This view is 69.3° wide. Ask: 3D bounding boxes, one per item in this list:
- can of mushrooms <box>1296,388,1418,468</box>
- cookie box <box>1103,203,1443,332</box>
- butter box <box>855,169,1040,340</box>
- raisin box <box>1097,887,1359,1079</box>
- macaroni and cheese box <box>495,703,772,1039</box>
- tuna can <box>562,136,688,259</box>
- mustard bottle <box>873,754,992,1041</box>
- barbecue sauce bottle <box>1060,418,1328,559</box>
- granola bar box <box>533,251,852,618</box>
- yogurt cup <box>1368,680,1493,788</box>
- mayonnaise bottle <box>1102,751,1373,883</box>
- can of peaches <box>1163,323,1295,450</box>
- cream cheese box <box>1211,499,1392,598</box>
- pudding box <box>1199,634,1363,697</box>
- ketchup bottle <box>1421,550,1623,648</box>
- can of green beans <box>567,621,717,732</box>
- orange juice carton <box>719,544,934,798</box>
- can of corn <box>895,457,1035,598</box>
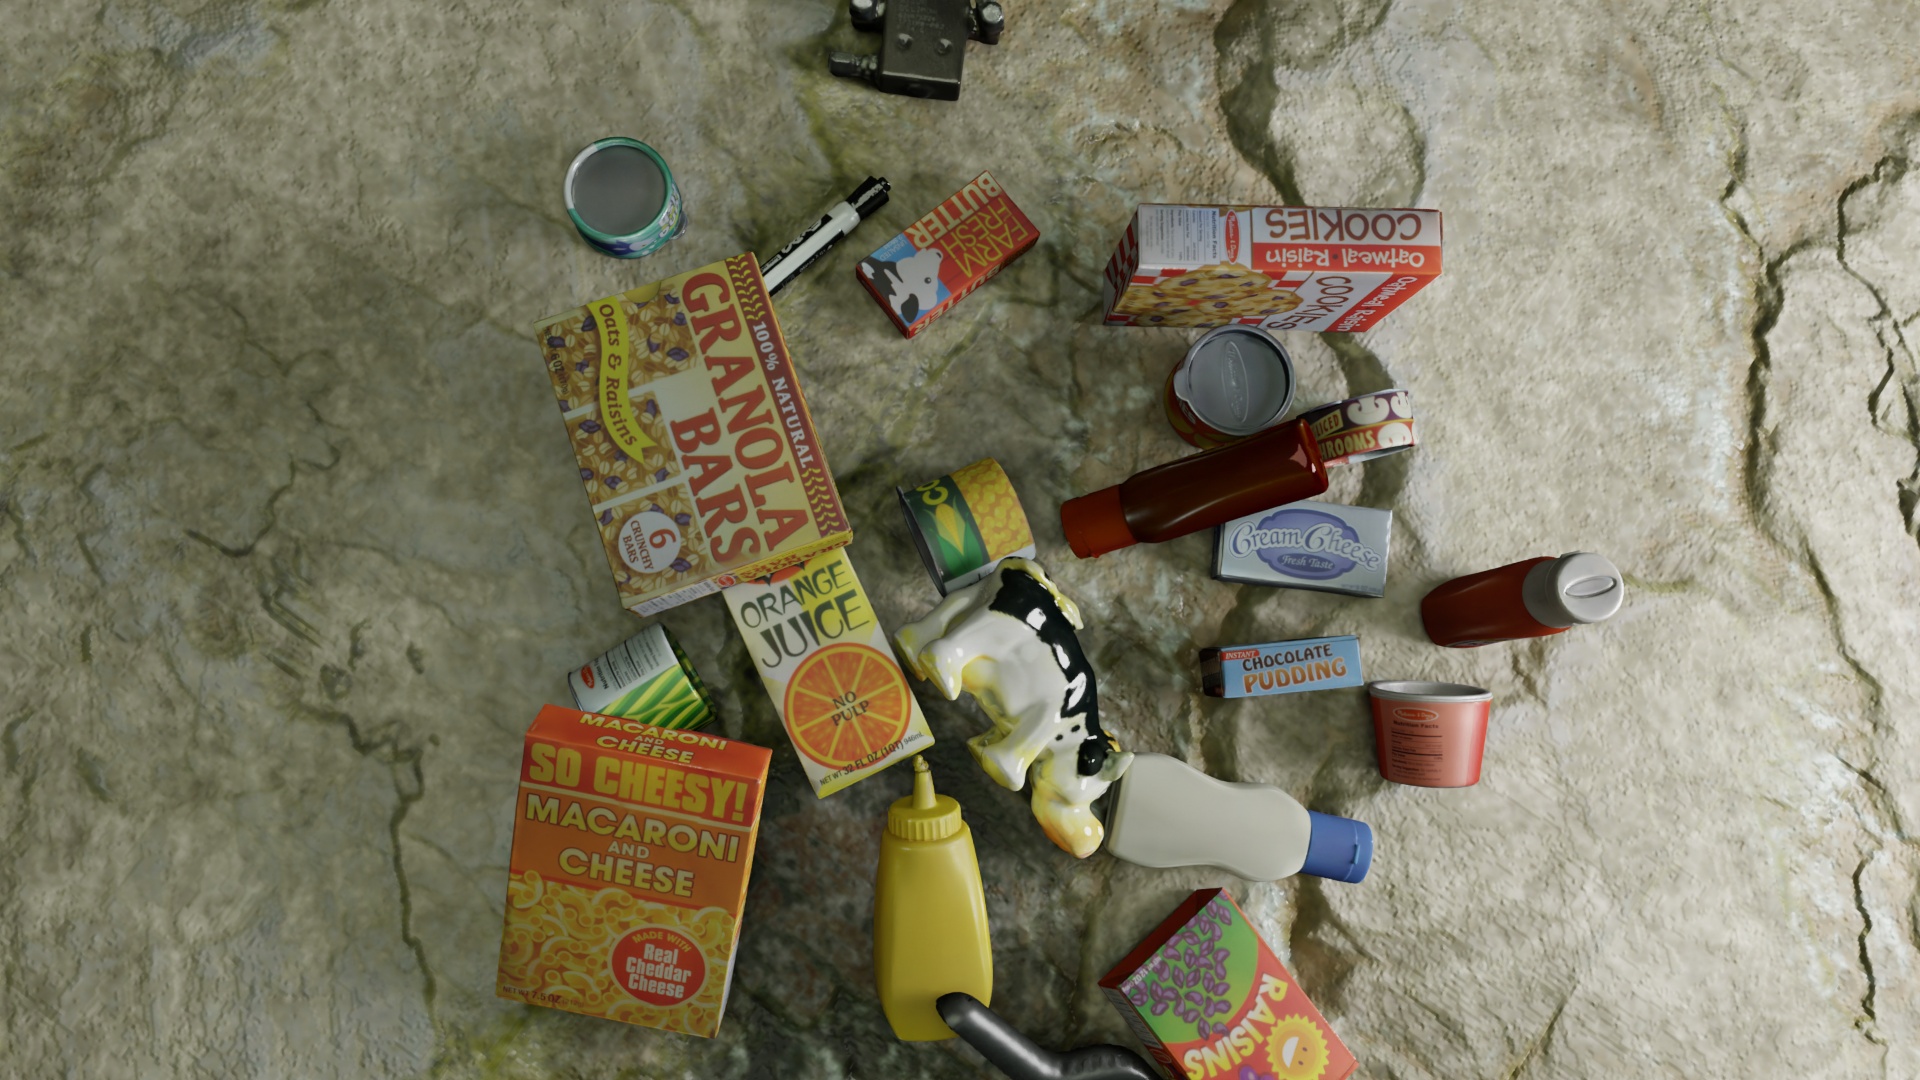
[{"bbox_3d":[0.233,-0.065,0.820,0.071,0.071,0.033,-11,85,-5],"label":"can of mushrooms"},{"bbox_3d":[0.174,-0.156,0.801,0.167,0.123,0.040,1,84,-3],"label":"cookie box"},{"bbox_3d":[-0.007,-0.173,0.842,0.103,0.024,0.053,-37,85,-7],"label":"butter box"},{"bbox_3d":[0.150,0.270,0.778,0.086,0.040,0.123,-36,86,-21],"label":"raisin box"},{"bbox_3d":[-0.176,0.178,0.744,0.124,0.040,0.165,12,110,-2],"label":"macaroni and cheese box"},{"bbox_3d":[-0.200,-0.204,0.831,0.071,0.033,0.071,0,83,-3],"label":"tuna can"},{"bbox_3d":[-0.017,0.192,0.761,0.065,0.049,0.159,-3,101,-9],"label":"mustard bottle"},{"bbox_3d":[0.132,-0.027,0.796,0.148,0.065,0.044,-18,79,19],"label":"barbecue sauce bottle"},{"bbox_3d":[-0.142,-0.058,0.742,0.124,0.039,0.165,-19,80,-4],"label":"granola bar box"},{"bbox_3d":[0.271,0.112,0.803,0.072,0.072,0.054,0,91,-3],"label":"yogurt cup"},{"bbox_3d":[0.160,0.166,0.800,0.148,0.041,0.065,12,84,-3],"label":"mayonnaise bottle"},{"bbox_3d":[0.156,-0.089,0.824,0.071,0.058,0.071,0,83,-3],"label":"can of peaches"},{"bbox_3d":[0.204,0.003,0.831,0.104,0.024,0.053,7,81,-3],"label":"cream cheese box"},{"bbox_3d":[0.186,0.073,0.809,0.084,0.049,0.030,-5,85,-4],"label":"pudding box"},{"bbox_3d":[0.313,0.033,0.771,0.065,0.148,0.043,-13,83,-5],"label":"ketchup bottle"},{"bbox_3d":[-0.177,0.087,0.777,0.058,0.071,0.071,-31,86,-7],"label":"can of green beans"},{"bbox_3d":[-0.087,0.042,0.785,0.072,0.073,0.193,-25,84,-6],"label":"orange juice carton"},{"bbox_3d":[0.003,-0.010,0.800,0.058,0.071,0.071,-24,85,-7],"label":"can of corn"}]
